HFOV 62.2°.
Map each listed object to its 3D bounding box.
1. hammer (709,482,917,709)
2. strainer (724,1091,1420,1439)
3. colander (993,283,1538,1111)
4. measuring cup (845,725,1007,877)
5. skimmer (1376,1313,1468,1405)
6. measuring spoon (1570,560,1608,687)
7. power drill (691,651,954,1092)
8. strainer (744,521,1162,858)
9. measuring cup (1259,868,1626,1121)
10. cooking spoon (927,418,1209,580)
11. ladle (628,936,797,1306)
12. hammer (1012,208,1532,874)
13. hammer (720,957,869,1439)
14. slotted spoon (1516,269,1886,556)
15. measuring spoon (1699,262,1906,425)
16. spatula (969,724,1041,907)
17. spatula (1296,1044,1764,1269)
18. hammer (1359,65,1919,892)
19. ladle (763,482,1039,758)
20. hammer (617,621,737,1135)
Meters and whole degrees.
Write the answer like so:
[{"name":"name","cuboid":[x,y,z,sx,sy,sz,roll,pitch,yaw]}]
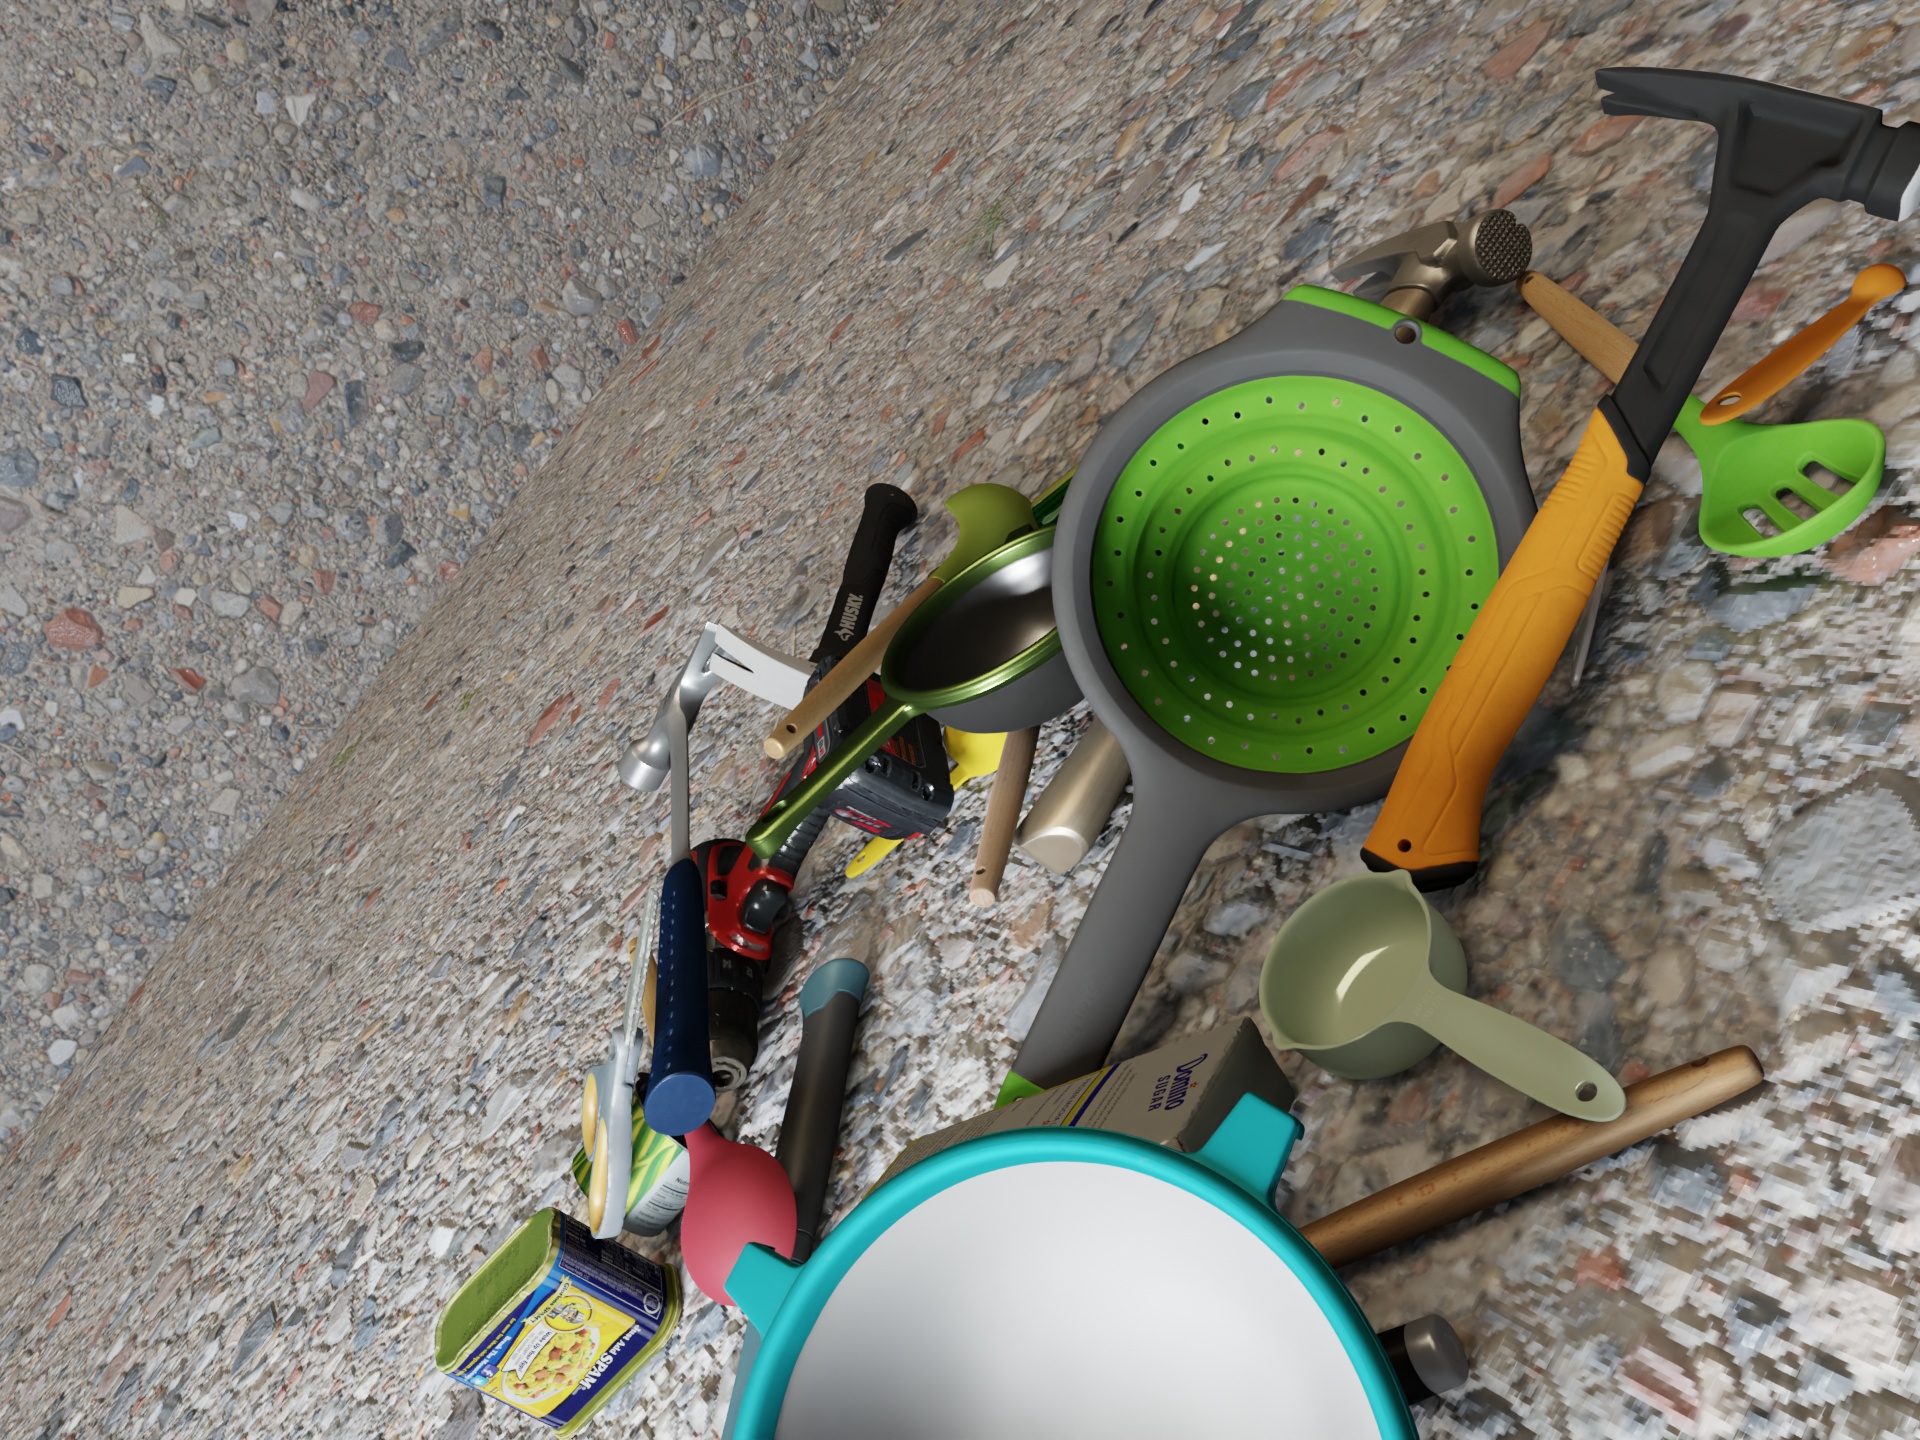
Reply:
[{"name":"hammer","cuboid":[-0.077,-0.096,1.133,0.335,0.146,0.035,-81,7,-59]},{"name":"strainer","cuboid":[0.054,0.288,0.440,0.211,0.095,0.341,-23,62,19]},{"name":"colander","cuboid":[0.112,0.011,0.717,0.397,0.204,0.094,-65,-8,4]},{"name":"measuring cup","cuboid":[-0.021,0.036,0.960,0.156,0.029,0.062,-43,27,9]},{"name":"skimmer","cuboid":[0.000,0.283,0.545,0.363,0.090,0.127,-33,66,24]},{"name":"measuring spoon","cuboid":[0.260,-0.067,0.662,0.018,0.034,0.124,13,63,17]},{"name":"power drill","cuboid":[-0.101,0.093,0.943,0.226,0.080,0.188,-50,27,24]},{"name":"strainer","cuboid":[-0.001,-0.003,0.842,0.256,0.069,0.152,-43,26,-14]},{"name":"measuring cup","cuboid":[0.174,0.109,0.562,0.083,0.038,0.168,-53,29,-6]},{"name":"cooking spoon","cuboid":[0.091,-0.160,1.055,0.319,0.017,0.069,-28,20,37]},{"name":"ladle","cuboid":[-0.149,0.195,0.857,0.069,0.031,0.316,-49,29,3]},{"name":"hammer","cuboid":[0.150,-0.098,0.859,0.410,0.038,0.146,-55,19,-7]},{"name":"hammer","cuboid":[-0.086,0.255,0.775,0.128,0.033,0.331,-33,31,32]},{"name":"slotted spoon","cuboid":[0.307,-0.148,0.701,0.070,0.031,0.314,-40,26,19]},{"name":"measuring spoon","cuboid":[0.337,-0.153,0.638,0.117,0.011,0.021,-36,29,-14]},{"name":"spatula","cuboid":[0.037,-0.005,0.897,0.060,0.018,0.316,-19,30,23]},{"name":"spatula","cuboid":[0.118,0.175,0.552,0.317,0.044,0.082,-34,2,25]},{"name":"hammer","cuboid":[0.239,-0.090,0.620,0.127,0.034,0.337,28,93,28]},{"name":"ladle","cuboid":[-0.032,-0.060,0.952,0.062,0.078,0.320,-51,-2,43]},{"name":"hammer","cuboid":[-0.166,0.082,0.952,0.144,0.035,0.406,-56,24,21]}]
